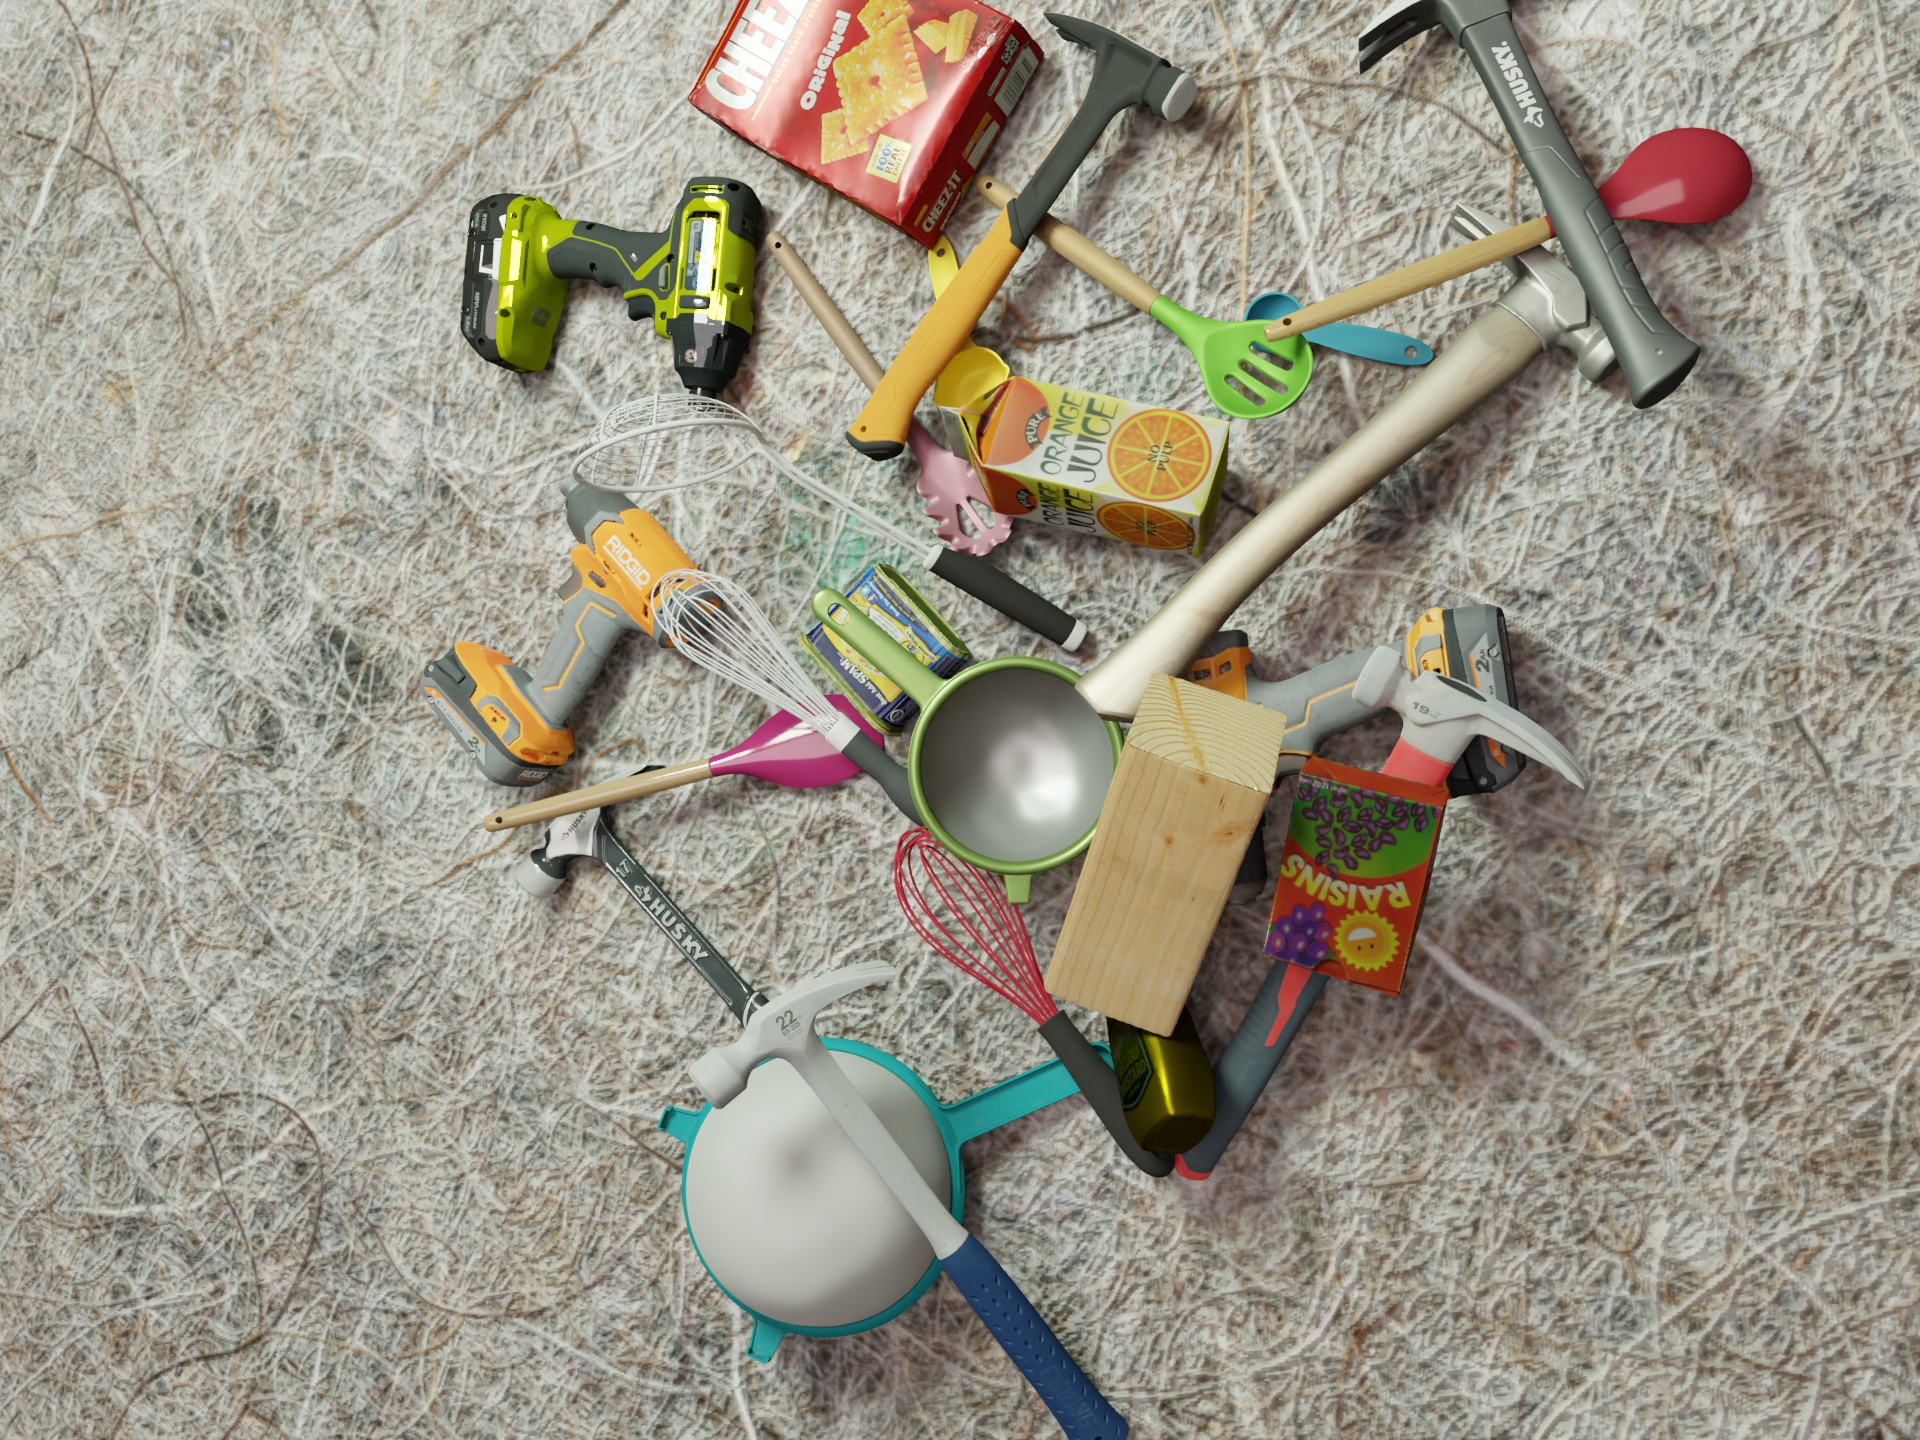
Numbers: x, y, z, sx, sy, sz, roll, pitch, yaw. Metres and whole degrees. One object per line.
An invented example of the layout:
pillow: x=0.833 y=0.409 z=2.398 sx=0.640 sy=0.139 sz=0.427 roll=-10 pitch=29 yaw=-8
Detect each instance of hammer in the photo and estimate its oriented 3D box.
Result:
hammer: x=0.241 y=0.151 z=1.013 sx=0.143 sy=0.038 sz=0.386 roll=30 pitch=114 yaw=15
hammer: x=-0.006 y=0.340 z=1.064 sx=0.144 sy=0.035 sz=0.405 roll=-38 pitch=104 yaw=-12
hammer: x=0.020 y=-0.332 z=1.121 sx=0.127 sy=0.034 sz=0.337 roll=40 pitch=100 yaw=27
hammer: x=0.230 y=-0.154 z=1.027 sx=0.410 sy=0.038 sz=0.146 roll=-42 pitch=75 yaw=1
hammer: x=-0.167 y=0.204 z=1.214 sx=0.409 sy=0.036 sz=0.149 roll=44 pitch=102 yaw=15
hammer: x=0.360 y=-0.335 z=0.975 sx=0.146 sy=0.035 sz=0.335 roll=-19 pitch=68 yaw=9

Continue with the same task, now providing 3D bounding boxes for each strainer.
strainer: x=-0.002 y=-0.004 z=1.115 sx=0.256 sy=0.069 sz=0.151 roll=40 pitch=90 yaw=0
strainer: x=-0.050 y=0.304 z=1.107 sx=0.340 sy=0.095 sz=0.211 roll=-26 pitch=79 yaw=7

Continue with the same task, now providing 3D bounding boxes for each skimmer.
skimmer: x=-0.084 y=-0.118 z=1.093 sx=0.363 sy=0.127 sz=0.090 roll=29 pitch=71 yaw=-10

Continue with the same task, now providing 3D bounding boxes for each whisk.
whisk: x=0.050 y=0.192 z=1.102 sx=0.073 sy=0.073 sz=0.296 roll=-43 pitch=75 yaw=15
whisk: x=-0.110 y=-0.012 z=1.162 sx=0.284 sy=0.070 sz=0.070 roll=41 pitch=103 yaw=-1

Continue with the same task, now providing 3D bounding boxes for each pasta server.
pasta server: x=-0.059 y=-0.247 z=1.178 sx=0.060 sy=0.040 sz=0.316 roll=-35 pitch=77 yaw=4

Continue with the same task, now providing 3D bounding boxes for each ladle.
ladle: x=0.342 y=-0.300 z=1.001 sx=0.315 sy=0.031 sz=0.069 roll=-20 pitch=71 yaw=7

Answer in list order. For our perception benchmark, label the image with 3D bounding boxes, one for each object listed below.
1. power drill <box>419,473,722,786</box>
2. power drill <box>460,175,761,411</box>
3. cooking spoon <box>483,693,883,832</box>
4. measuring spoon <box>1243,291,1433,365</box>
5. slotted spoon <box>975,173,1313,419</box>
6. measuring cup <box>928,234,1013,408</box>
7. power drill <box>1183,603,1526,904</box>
power drill: x=-0.314 y=-0.075 z=1.247 sx=0.226 sy=0.084 sz=0.164 roll=-44 pitch=75 yaw=10
power drill: x=-0.269 y=-0.330 z=1.236 sx=0.223 sy=0.080 sz=0.171 roll=6 pitch=91 yaw=17
cooking spoon: x=-0.213 y=0.042 z=1.210 sx=0.319 sy=0.017 sz=0.069 roll=-14 pitch=83 yaw=7
measuring spoon: x=0.255 y=-0.259 z=1.078 sx=0.128 sy=0.021 sz=0.042 roll=15 pitch=95 yaw=10
slotted spoon: x=0.119 y=-0.301 z=1.097 sx=0.314 sy=0.031 sz=0.070 roll=43 pitch=99 yaw=26
measuring cup: x=0.002 y=-0.285 z=1.168 sx=0.062 sy=0.029 sz=0.157 roll=-18 pitch=71 yaw=20
power drill: x=0.248 y=0.021 z=1.043 sx=0.226 sy=0.084 sz=0.185 roll=-8 pitch=89 yaw=24
